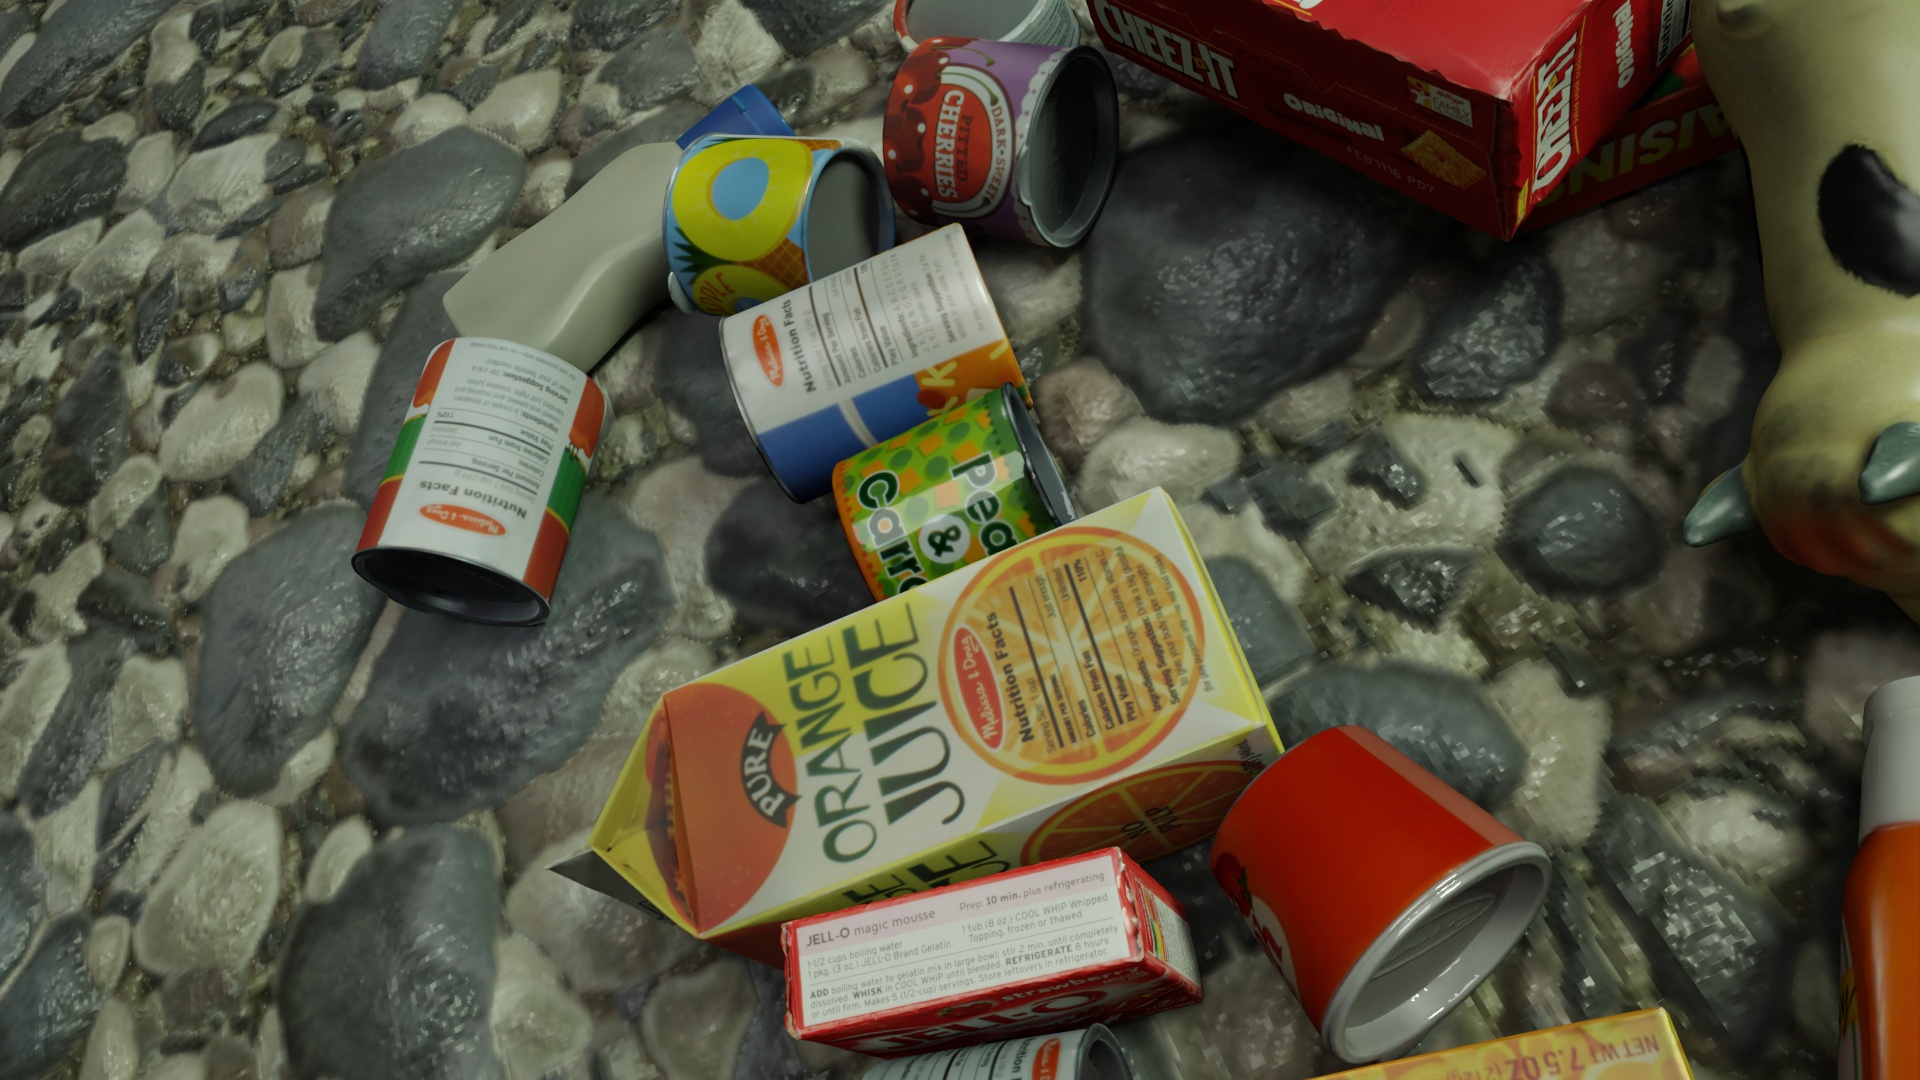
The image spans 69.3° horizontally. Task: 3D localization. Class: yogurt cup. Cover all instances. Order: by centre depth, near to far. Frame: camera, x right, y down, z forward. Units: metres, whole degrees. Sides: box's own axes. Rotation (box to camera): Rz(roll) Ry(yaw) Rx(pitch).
[{"bbox_3d":[0.098,0.082,0.336,0.072,0.072,0.054,-41,49,-2],"label":"yogurt cup"}]

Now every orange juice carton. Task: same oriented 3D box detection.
[{"bbox_3d":[-0.013,0.065,0.382,0.192,0.071,0.073,-23,58,9],"label":"orange juice carton"}]

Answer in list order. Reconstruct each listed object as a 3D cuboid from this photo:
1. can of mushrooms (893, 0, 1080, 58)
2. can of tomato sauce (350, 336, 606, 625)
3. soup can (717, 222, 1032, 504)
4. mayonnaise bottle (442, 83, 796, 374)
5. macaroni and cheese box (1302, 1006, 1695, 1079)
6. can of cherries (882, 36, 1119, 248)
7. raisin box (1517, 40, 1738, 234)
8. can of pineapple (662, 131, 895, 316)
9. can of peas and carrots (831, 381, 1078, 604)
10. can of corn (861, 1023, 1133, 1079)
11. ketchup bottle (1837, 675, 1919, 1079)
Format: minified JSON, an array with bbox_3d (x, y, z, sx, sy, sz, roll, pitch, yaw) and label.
[{"bbox_3d":[0.008,-0.198,0.532,0.071,0.033,0.071,-9,62,18],"label":"can of mushrooms"},{"bbox_3d":[-0.168,-0.020,0.493,0.071,0.071,0.083,-1,64,22],"label":"can of tomato sauce"},{"bbox_3d":[-0.026,-0.056,0.453,0.084,0.071,0.071,-21,59,5],"label":"soup can"},{"bbox_3d":[-0.128,-0.117,0.541,0.148,0.041,0.065,-39,57,-2],"label":"mayonnaise bottle"},{"bbox_3d":[0.113,0.196,0.284,0.123,0.040,0.167,-17,59,13],"label":"macaroni and cheese box"},{"bbox_3d":[0.013,-0.137,0.477,0.058,0.071,0.071,16,72,28],"label":"can of cherries"},{"bbox_3d":[0.192,-0.166,0.439,0.086,0.040,0.124,-20,58,10],"label":"raisin box"},{"bbox_3d":[-0.064,-0.109,0.496,0.058,0.071,0.071,9,68,25],"label":"can of pineapple"},{"bbox_3d":[0.001,-0.005,0.414,0.058,0.070,0.071,-24,58,10],"label":"can of peas and carrots"},{"bbox_3d":[0.012,0.156,0.331,0.058,0.071,0.071,-15,60,15],"label":"can of corn"},{"bbox_3d":[0.206,0.100,0.285,0.043,0.064,0.149,1,55,35],"label":"ketchup bottle"}]
